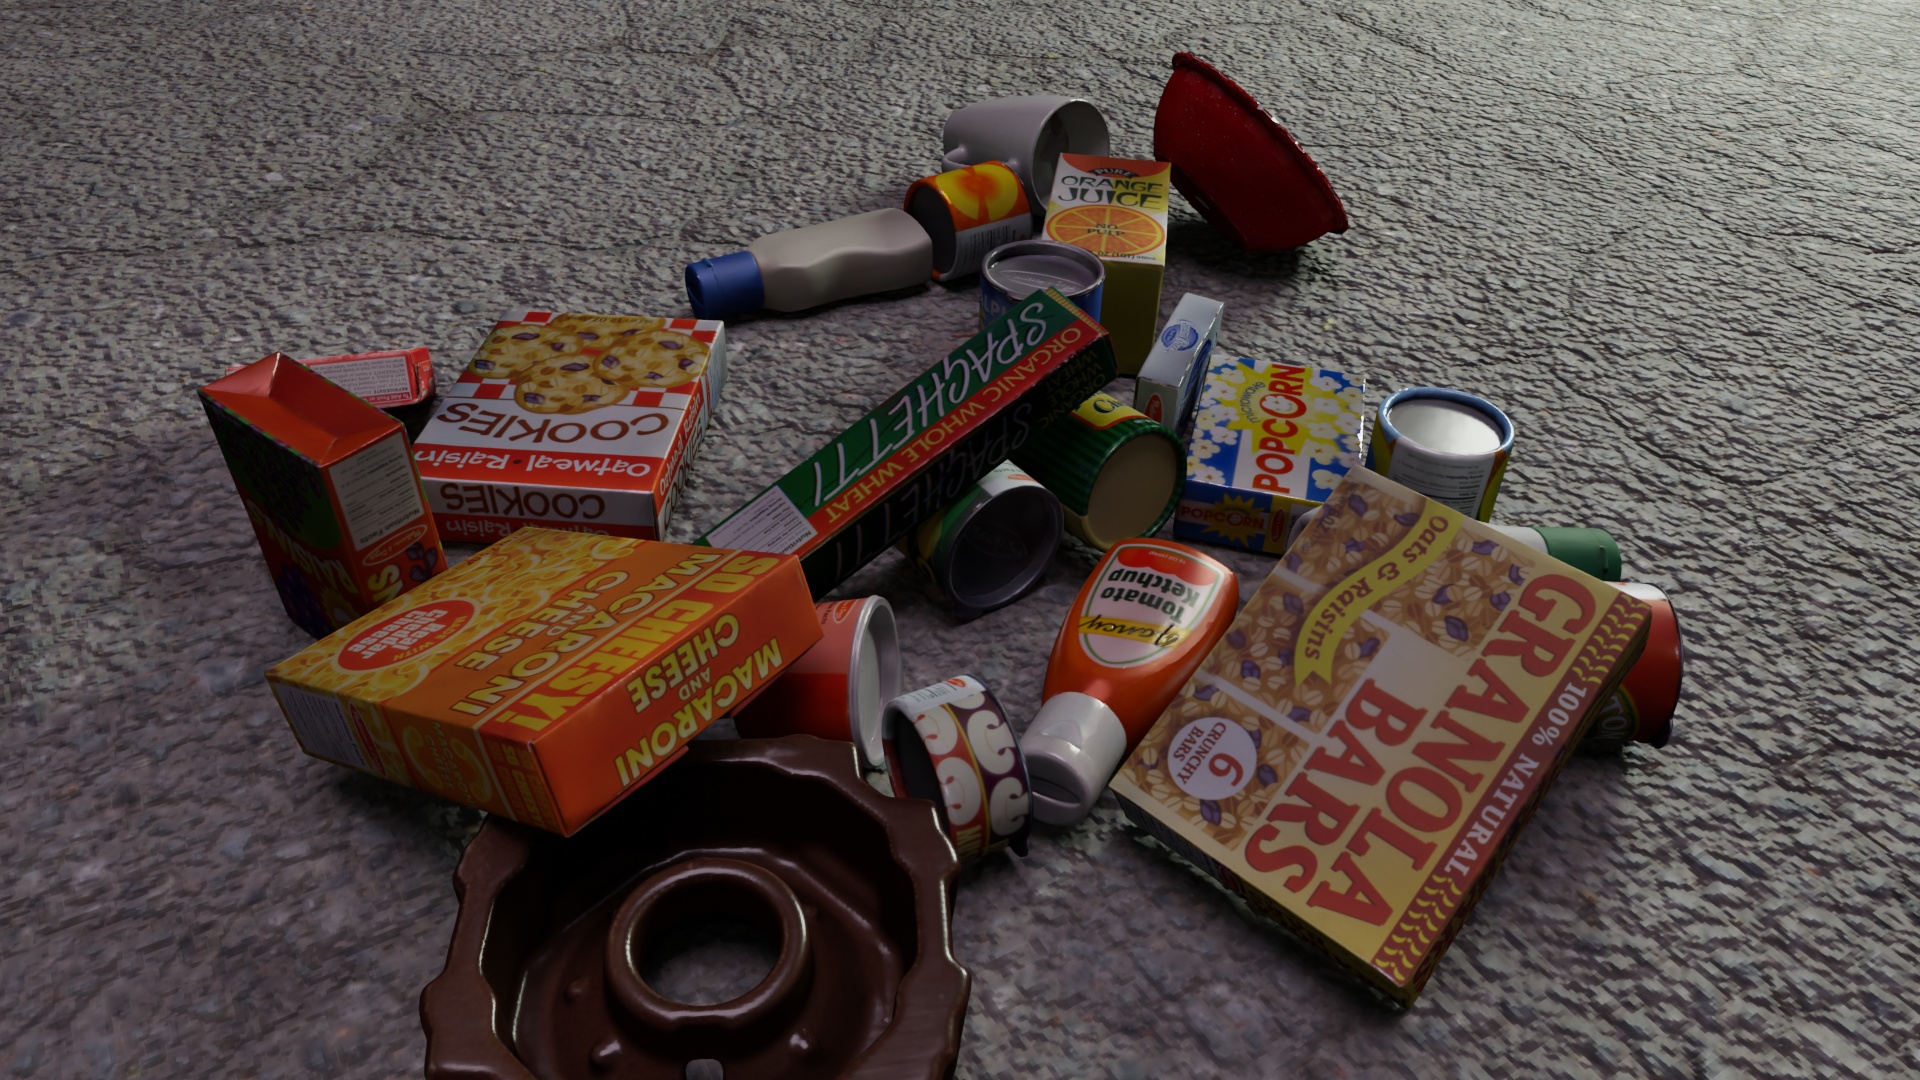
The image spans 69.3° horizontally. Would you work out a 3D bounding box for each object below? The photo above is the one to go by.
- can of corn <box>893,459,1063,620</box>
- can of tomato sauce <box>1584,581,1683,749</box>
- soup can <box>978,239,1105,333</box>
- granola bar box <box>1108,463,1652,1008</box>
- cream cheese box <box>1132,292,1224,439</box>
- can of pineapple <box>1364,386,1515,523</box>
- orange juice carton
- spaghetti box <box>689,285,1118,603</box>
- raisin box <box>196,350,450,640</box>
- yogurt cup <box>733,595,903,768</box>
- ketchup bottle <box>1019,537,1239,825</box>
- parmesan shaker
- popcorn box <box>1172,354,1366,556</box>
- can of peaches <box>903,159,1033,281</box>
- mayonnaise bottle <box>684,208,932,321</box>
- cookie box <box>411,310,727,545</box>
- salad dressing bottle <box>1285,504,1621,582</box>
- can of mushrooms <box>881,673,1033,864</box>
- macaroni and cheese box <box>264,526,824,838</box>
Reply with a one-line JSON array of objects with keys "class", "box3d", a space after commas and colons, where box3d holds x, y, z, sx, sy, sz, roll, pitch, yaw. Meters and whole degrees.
[{"class": "can of corn", "box3d": [0.002, -0.008, 0.637, 0.071, 0.070, 0.058, -22, 43, -28]}, {"class": "can of tomato sauce", "box3d": [0.241, 0.050, 0.574, 0.083, 0.070, 0.071, 4, 38, 3]}, {"class": "soup can", "box3d": [0.041, -0.110, 0.752, 0.071, 0.083, 0.072, 1, 38, -1]}, {"class": "granola bar box", "box3d": [0.155, 0.066, 0.515, 0.124, 0.039, 0.166, 31, 72, 31]}, {"class": "cream cheese box", "box3d": [0.116, -0.088, 0.753, 0.024, 0.053, 0.104, 16, 40, 14]}, {"class": "can of pineapple", "box3d": [0.235, -0.037, 0.689, 0.071, 0.057, 0.071, 1, 37, -1]}, {"class": "orange juice carton", "box3d": [0.089, -0.183, 0.858, 0.072, 0.072, 0.194, 6, 37, 6]}, {"class": "spaghetti box", "box3d": [-0.042, -0.021, 0.599, 0.250, 0.028, 0.050, -37, 48, -8]}, {"class": "raisin box", "box3d": [-0.254, -0.005, 0.571, 0.086, 0.122, 0.040, 25, 45, 27]}, {"class": "yogurt cup", "box3d": [-0.057, 0.055, 0.553, 0.054, 0.072, 0.073, 0, 37, 11]}, {"class": "ketchup bottle", "box3d": [0.064, 0.055, 0.569, 0.065, 0.043, 0.149, 16, 38, 20]}, {"class": "parmesan shaker", "box3d": [0.054, -0.043, 0.675, 0.071, 0.071, 0.103, -23, 38, -28]}, {"class": "popcorn box", "box3d": [0.160, -0.044, 0.711, 0.085, 0.038, 0.127, 10, 38, 11]}, {"class": "can of peaches", "box3d": [0.003, -0.206, 0.888, 0.058, 0.070, 0.071, -22, 44, -27]}, {"class": "mayonnaise bottle", "box3d": [-0.094, -0.168, 0.858, 0.148, 0.041, 0.065, -18, 41, -23]}, {"class": "cookie box", "box3d": [-0.197, -0.060, 0.712, 0.123, 0.040, 0.168, 3, 37, 2]}, {"class": "salad dressing bottle", "box3d": [0.225, 0.011, 0.633, 0.148, 0.044, 0.064, 1, 76, -11]}, {"class": "can of mushrooms", "box3d": [-0.001, 0.087, 0.513, 0.033, 0.070, 0.071, -15, 41, -22]}, {"class": "macaroni and cheese box", "box3d": [-0.152, 0.043, 0.508, 0.166, 0.040, 0.124, 5, 30, 38]}]
